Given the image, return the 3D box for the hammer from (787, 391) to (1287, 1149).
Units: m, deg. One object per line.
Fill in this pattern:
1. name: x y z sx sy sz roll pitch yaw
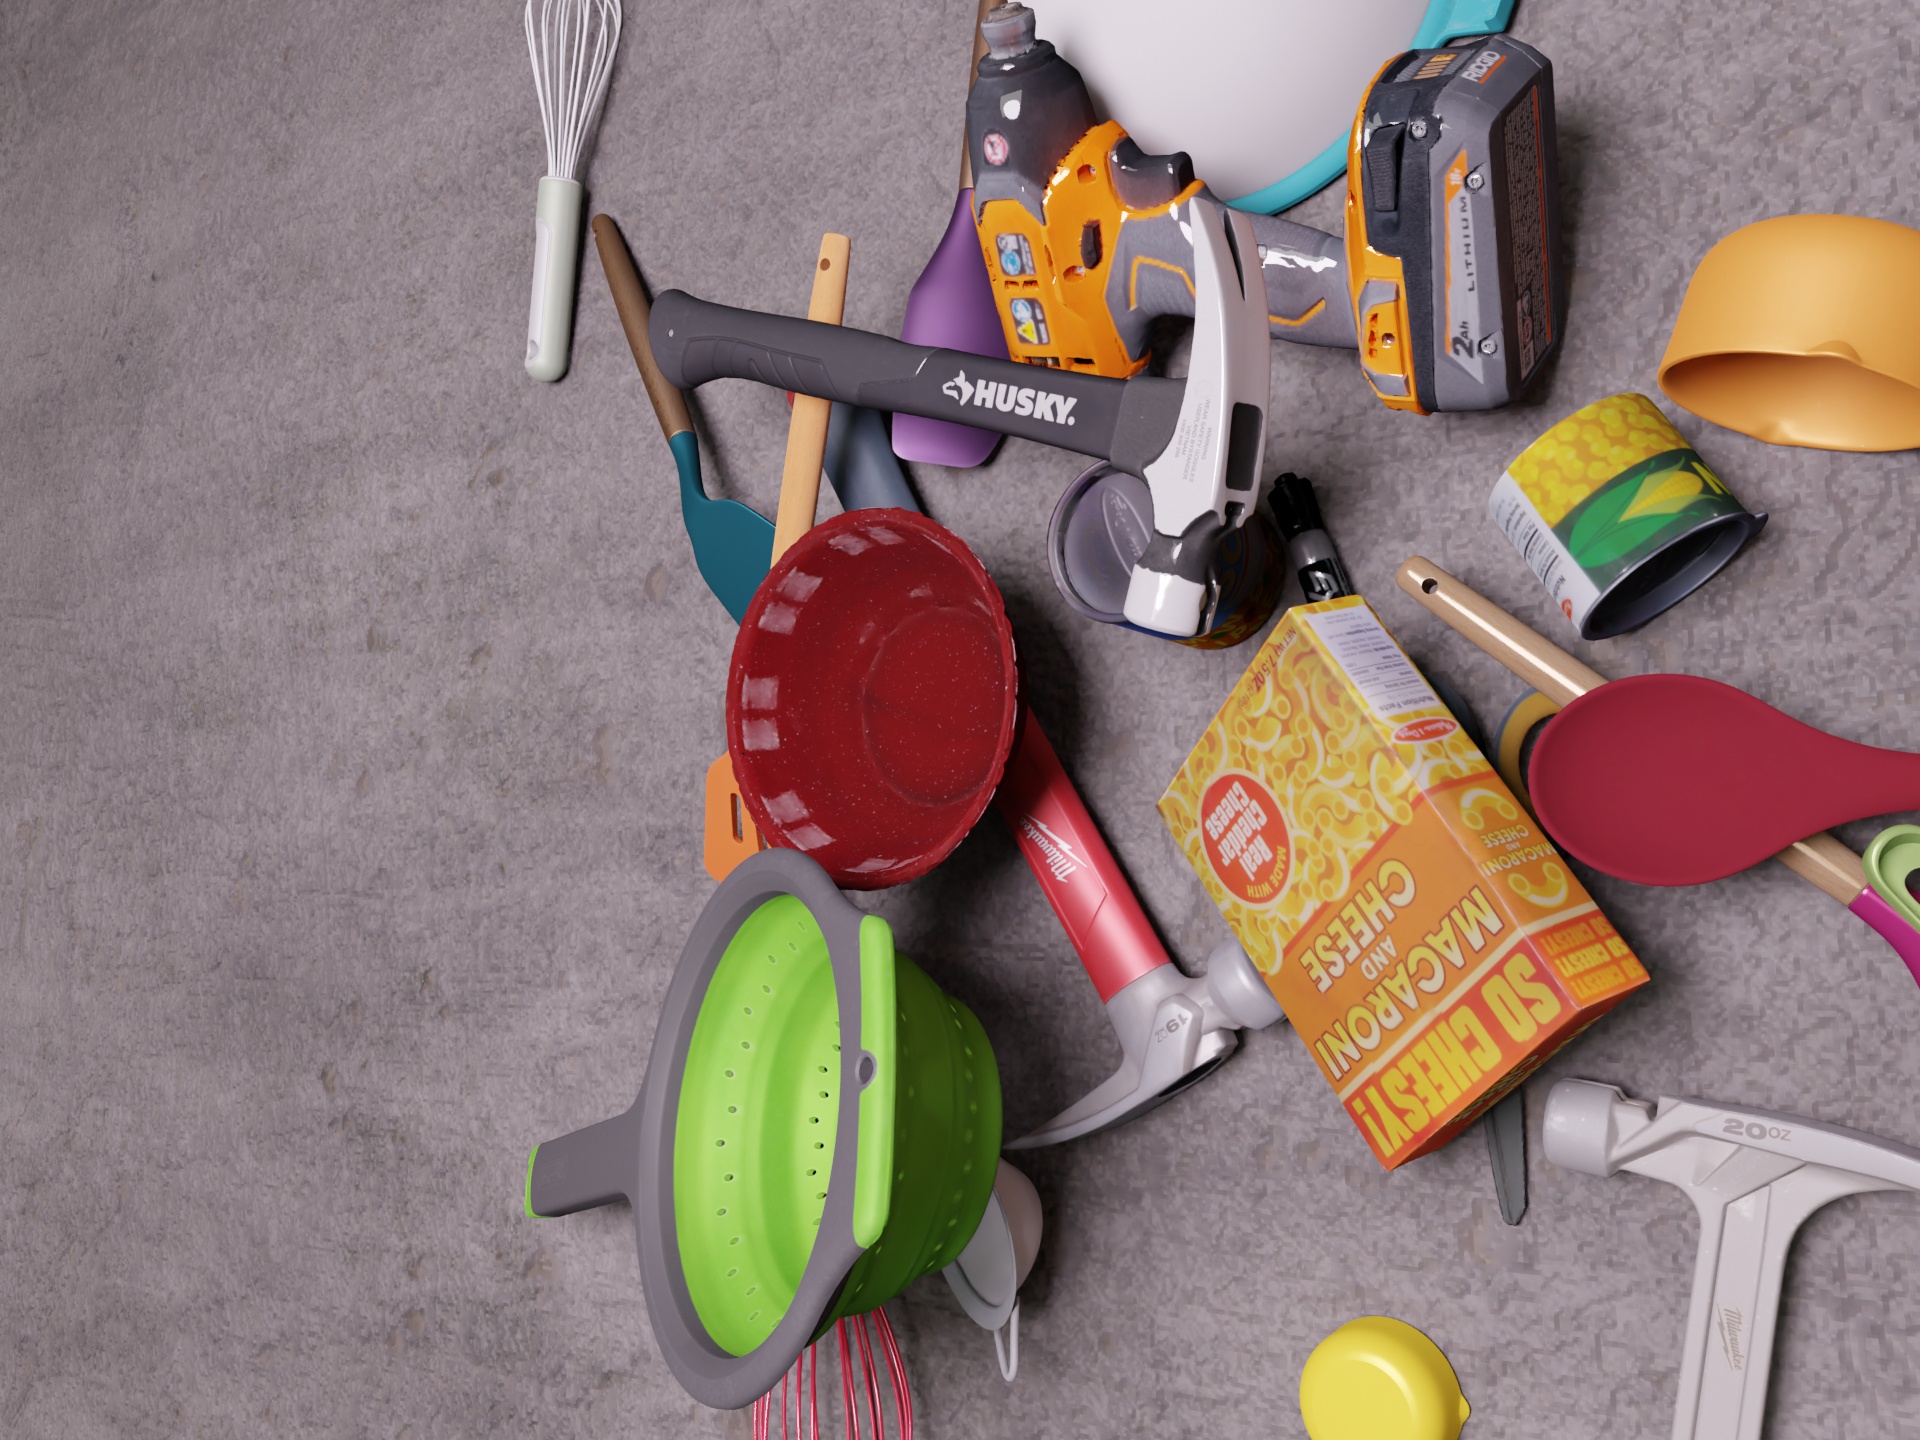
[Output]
1. hammer: -0.001 -0.002 0.725 0.143 0.038 0.387 -41 63 27

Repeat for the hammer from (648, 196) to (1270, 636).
1. hammer: -0.020 -0.145 0.650 0.335 0.035 0.146 22 106 40

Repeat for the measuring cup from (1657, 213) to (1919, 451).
1. measuring cup: 0.315 -0.114 0.497 0.174 0.095 0.052 15 88 18

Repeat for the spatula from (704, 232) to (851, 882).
1. spatula: -0.078 -0.063 0.753 0.081 0.041 0.322 15 101 27

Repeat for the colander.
1. colander: -0.090 0.184 0.685 0.397 0.094 0.205 -32 51 52

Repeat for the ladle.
1. ladle: 0.324 0.015 0.447 0.315 0.031 0.069 -2 86 37

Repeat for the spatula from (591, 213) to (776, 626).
1. spatula: -0.145 -0.166 0.851 0.082 0.044 0.318 -60 45 45

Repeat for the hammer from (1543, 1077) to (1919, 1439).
1. hammer: 0.244 0.307 0.512 0.149 0.036 0.359 7 88 36

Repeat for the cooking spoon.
1. cooking spoon: 0.272 0.039 0.522 0.319 0.017 0.068 42 106 26

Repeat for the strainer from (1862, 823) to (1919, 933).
1. strainer: 0.345 0.121 0.418 0.151 0.069 0.257 -39 63 6

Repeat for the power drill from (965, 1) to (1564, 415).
1. power drill: 0.102 -0.197 0.607 0.227 0.084 0.164 10 132 35

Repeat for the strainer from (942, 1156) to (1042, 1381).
1. strainer: -0.023 0.161 0.708 0.259 0.050 0.086 58 146 24

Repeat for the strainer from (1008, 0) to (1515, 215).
1. strainer: 0.075 -0.378 0.681 0.211 0.095 0.341 -30 69 29

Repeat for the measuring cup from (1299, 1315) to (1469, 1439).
1. measuring cup: 0.152 0.301 0.581 0.062 0.029 0.156 -4 80 35

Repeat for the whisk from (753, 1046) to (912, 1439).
1. whisk: -0.063 0.231 0.730 0.073 0.073 0.296 -16 70 33

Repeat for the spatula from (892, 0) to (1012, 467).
1. spatula: 0.012 -0.274 0.755 0.060 0.018 0.316 6 84 -1

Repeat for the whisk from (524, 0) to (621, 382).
1. whisk: -0.233 -0.321 0.926 0.058 0.059 0.246 9 94 48
